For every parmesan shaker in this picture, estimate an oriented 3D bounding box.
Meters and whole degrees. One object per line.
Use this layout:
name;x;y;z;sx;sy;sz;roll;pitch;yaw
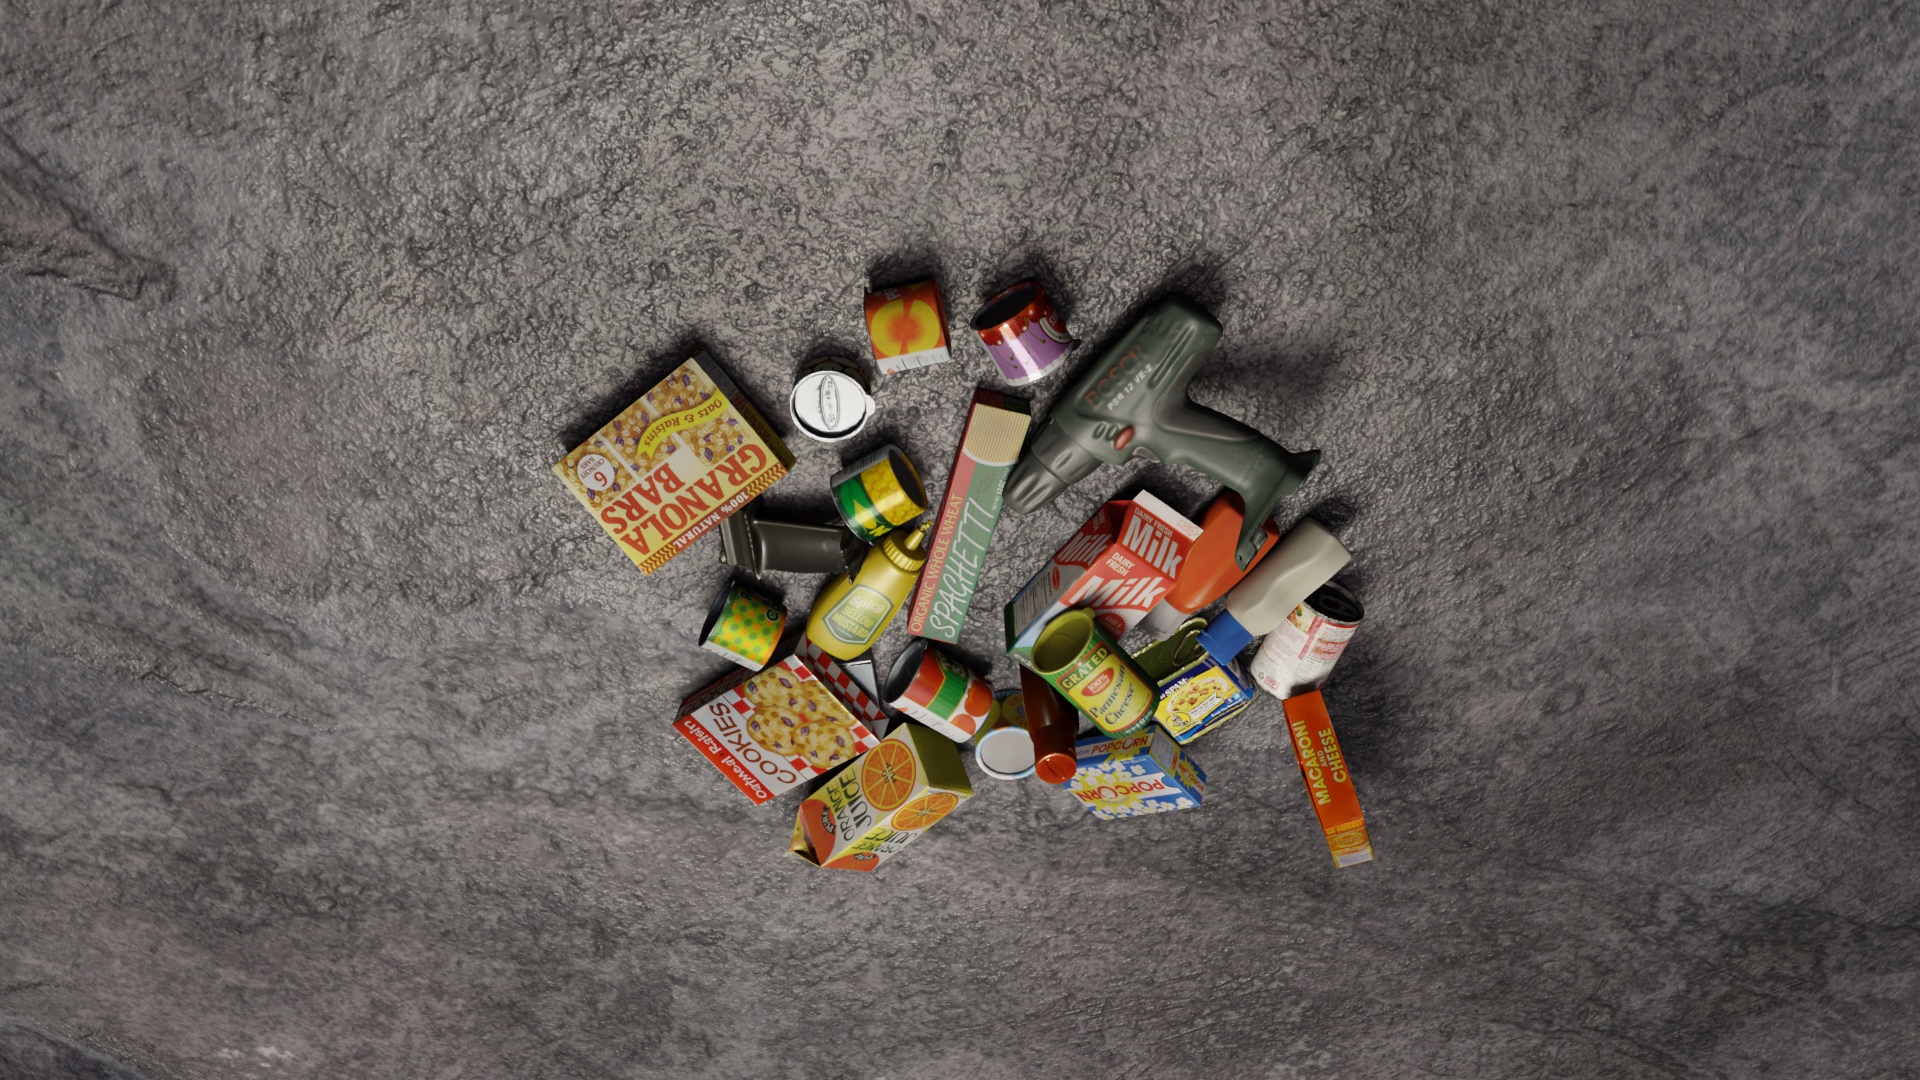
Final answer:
parmesan shaker;0.119;0.114;1.193;0.071;0.072;0.103;-35;120;20

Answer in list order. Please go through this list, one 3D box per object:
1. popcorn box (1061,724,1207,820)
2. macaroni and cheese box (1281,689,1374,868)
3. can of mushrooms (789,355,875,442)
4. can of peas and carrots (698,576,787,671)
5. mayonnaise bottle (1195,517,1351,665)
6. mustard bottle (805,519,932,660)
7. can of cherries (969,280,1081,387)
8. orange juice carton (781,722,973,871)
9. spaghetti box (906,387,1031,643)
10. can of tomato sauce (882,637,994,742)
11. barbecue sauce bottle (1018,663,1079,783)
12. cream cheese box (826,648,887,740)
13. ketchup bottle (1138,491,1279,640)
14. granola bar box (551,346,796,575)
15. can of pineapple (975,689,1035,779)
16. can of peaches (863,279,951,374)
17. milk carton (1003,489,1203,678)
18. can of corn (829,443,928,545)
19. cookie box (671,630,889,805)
popcorn box;0.161;0.225;1.339;0.126;0.038;0.085;-20;124;43
macaroni and cheese box;0.338;0.222;1.276;0.040;0.124;0.166;-19;151;11
can of mushrooms;-0.105;-0.118;1.153;0.071;0.033;0.070;0;122;0
can of peas and carrots;-0.195;0.075;1.256;0.059;0.071;0.070;27;119;-17
mayonnaise bottle;0.272;0.047;1.220;0.148;0.065;0.041;-45;111;6
mustard bottle;-0.075;0.037;1.241;0.065;0.049;0.159;31;117;-17
can of cherries;0.051;-0.166;1.104;0.071;0.072;0.058;-27;117;16
orange juice carton;-0.087;0.263;1.357;0.192;0.073;0.072;-40;144;22
spaghetti box;0.004;-0.015;1.221;0.050;0.029;0.248;13;121;-8
can of tomato sauce;-0.019;0.140;1.298;0.083;0.071;0.071;32;117;-19
barbecue sauce bottle;0.082;0.157;1.258;0.043;0.149;0.064;-31;118;18
cream cheese box;-0.103;0.153;1.329;0.053;0.024;0.103;-6;122;3
ketchup bottle;0.215;0.027;1.239;0.065;0.044;0.148;28;118;-17
granola bar box;-0.240;-0.065;1.170;0.165;0.039;0.124;-34;104;19
can of pineapple;0.048;0.185;1.330;0.071;0.058;0.070;0;122;0
can of peaches;-0.042;-0.172;1.100;0.058;0.071;0.071;-10;122;7
milk carton;0.125;0.037;1.228;0.072;0.074;0.189;32;116;-19
can of corn;-0.067;-0.039;1.182;0.058;0.071;0.071;-28;118;16
cookie box;-0.171;0.171;1.312;0.167;0.040;0.122;-30;112;28
